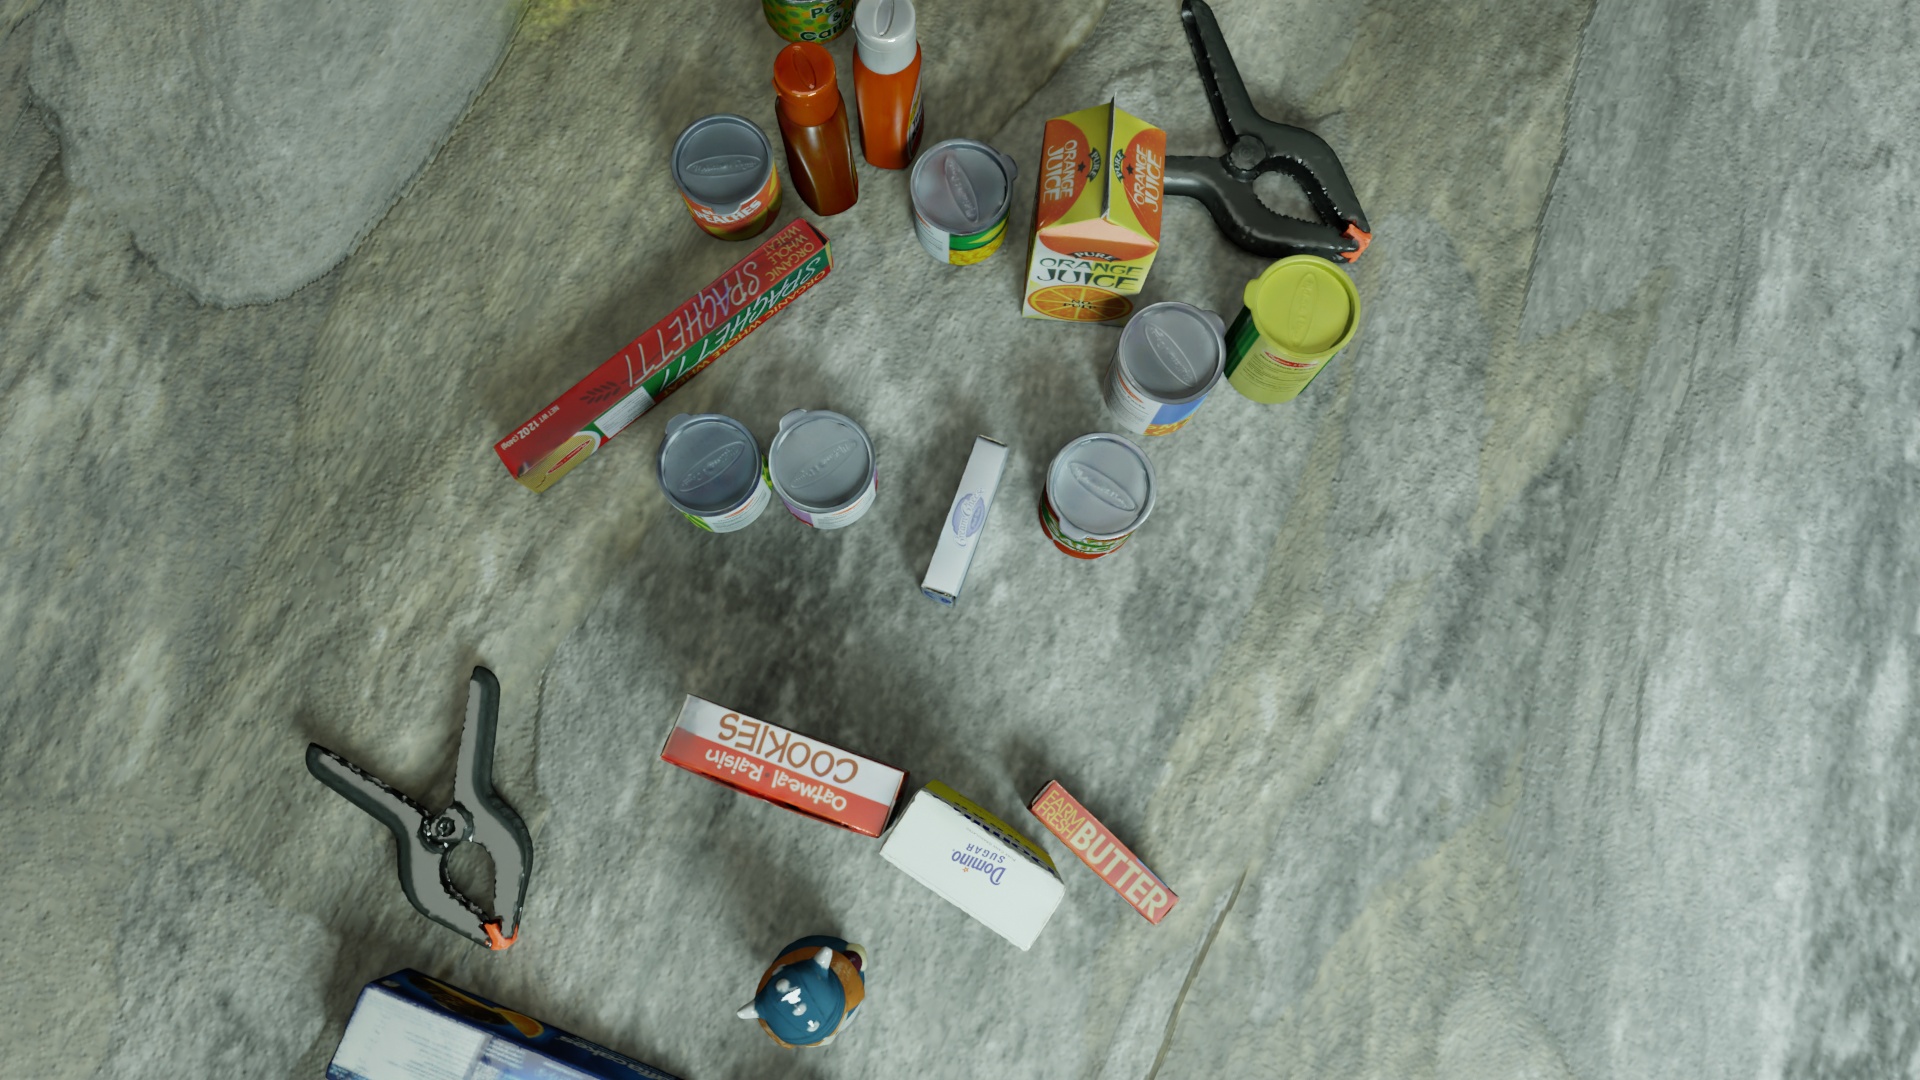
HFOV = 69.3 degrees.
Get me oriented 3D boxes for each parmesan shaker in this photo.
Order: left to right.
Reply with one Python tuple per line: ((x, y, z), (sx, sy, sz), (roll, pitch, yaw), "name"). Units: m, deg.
((0.204, -0.133, 0.883), (0.071, 0.103, 0.071), (0, 80, -1), "parmesan shaker")

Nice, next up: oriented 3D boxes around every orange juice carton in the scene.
((0.081, -0.196, 0.848), (0.073, 0.192, 0.072), (6, 80, 0), "orange juice carton")

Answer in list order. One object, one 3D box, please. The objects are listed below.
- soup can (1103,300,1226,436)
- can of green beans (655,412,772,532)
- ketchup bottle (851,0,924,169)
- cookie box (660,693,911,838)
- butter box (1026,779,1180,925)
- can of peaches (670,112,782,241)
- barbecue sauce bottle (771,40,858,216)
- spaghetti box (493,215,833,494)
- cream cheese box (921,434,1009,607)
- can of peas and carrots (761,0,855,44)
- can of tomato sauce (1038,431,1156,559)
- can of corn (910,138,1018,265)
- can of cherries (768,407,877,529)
((0.131, -0.109, 0.888), (0.071, 0.083, 0.071), (0, 80, -1), "soup can")
((-0.155, -0.042, 0.884), (0.071, 0.057, 0.071), (0, 80, -1), "can of green beans")
((-0.046, -0.295, 0.886), (0.043, 0.148, 0.065), (8, 80, 1), "ketchup bottle")
((-0.093, 0.131, 0.798), (0.123, 0.167, 0.040), (19, 81, 2), "cookie box")
((0.085, 0.189, 0.848), (0.103, 0.053, 0.024), (43, 82, 6), "butter box")
((-0.154, -0.237, 0.919), (0.071, 0.058, 0.071), (0, 80, -1), "can of peaches")
((-0.093, -0.262, 0.879), (0.044, 0.148, 0.065), (-22, 81, -4), "barbecue sauce bottle")
((-0.188, -0.121, 0.901), (0.250, 0.050, 0.029), (-39, 83, -7), "spaghetti box")
((0.003, -0.011, 0.883), (0.024, 0.053, 0.104), (19, 80, 3), "cream cheese box")
((-0.104, -0.379, 0.946), (0.071, 0.058, 0.071), (0, 80, -1), "can of peas and carrots")
((0.083, -0.024, 0.872), (0.071, 0.083, 0.071), (0, 80, -1), "can of tomato sauce")
((0.003, -0.224, 0.919), (0.071, 0.058, 0.071), (0, 80, -1), "can of corn")
((-0.087, -0.046, 0.885), (0.071, 0.058, 0.071), (0, 80, -1), "can of cherries")
